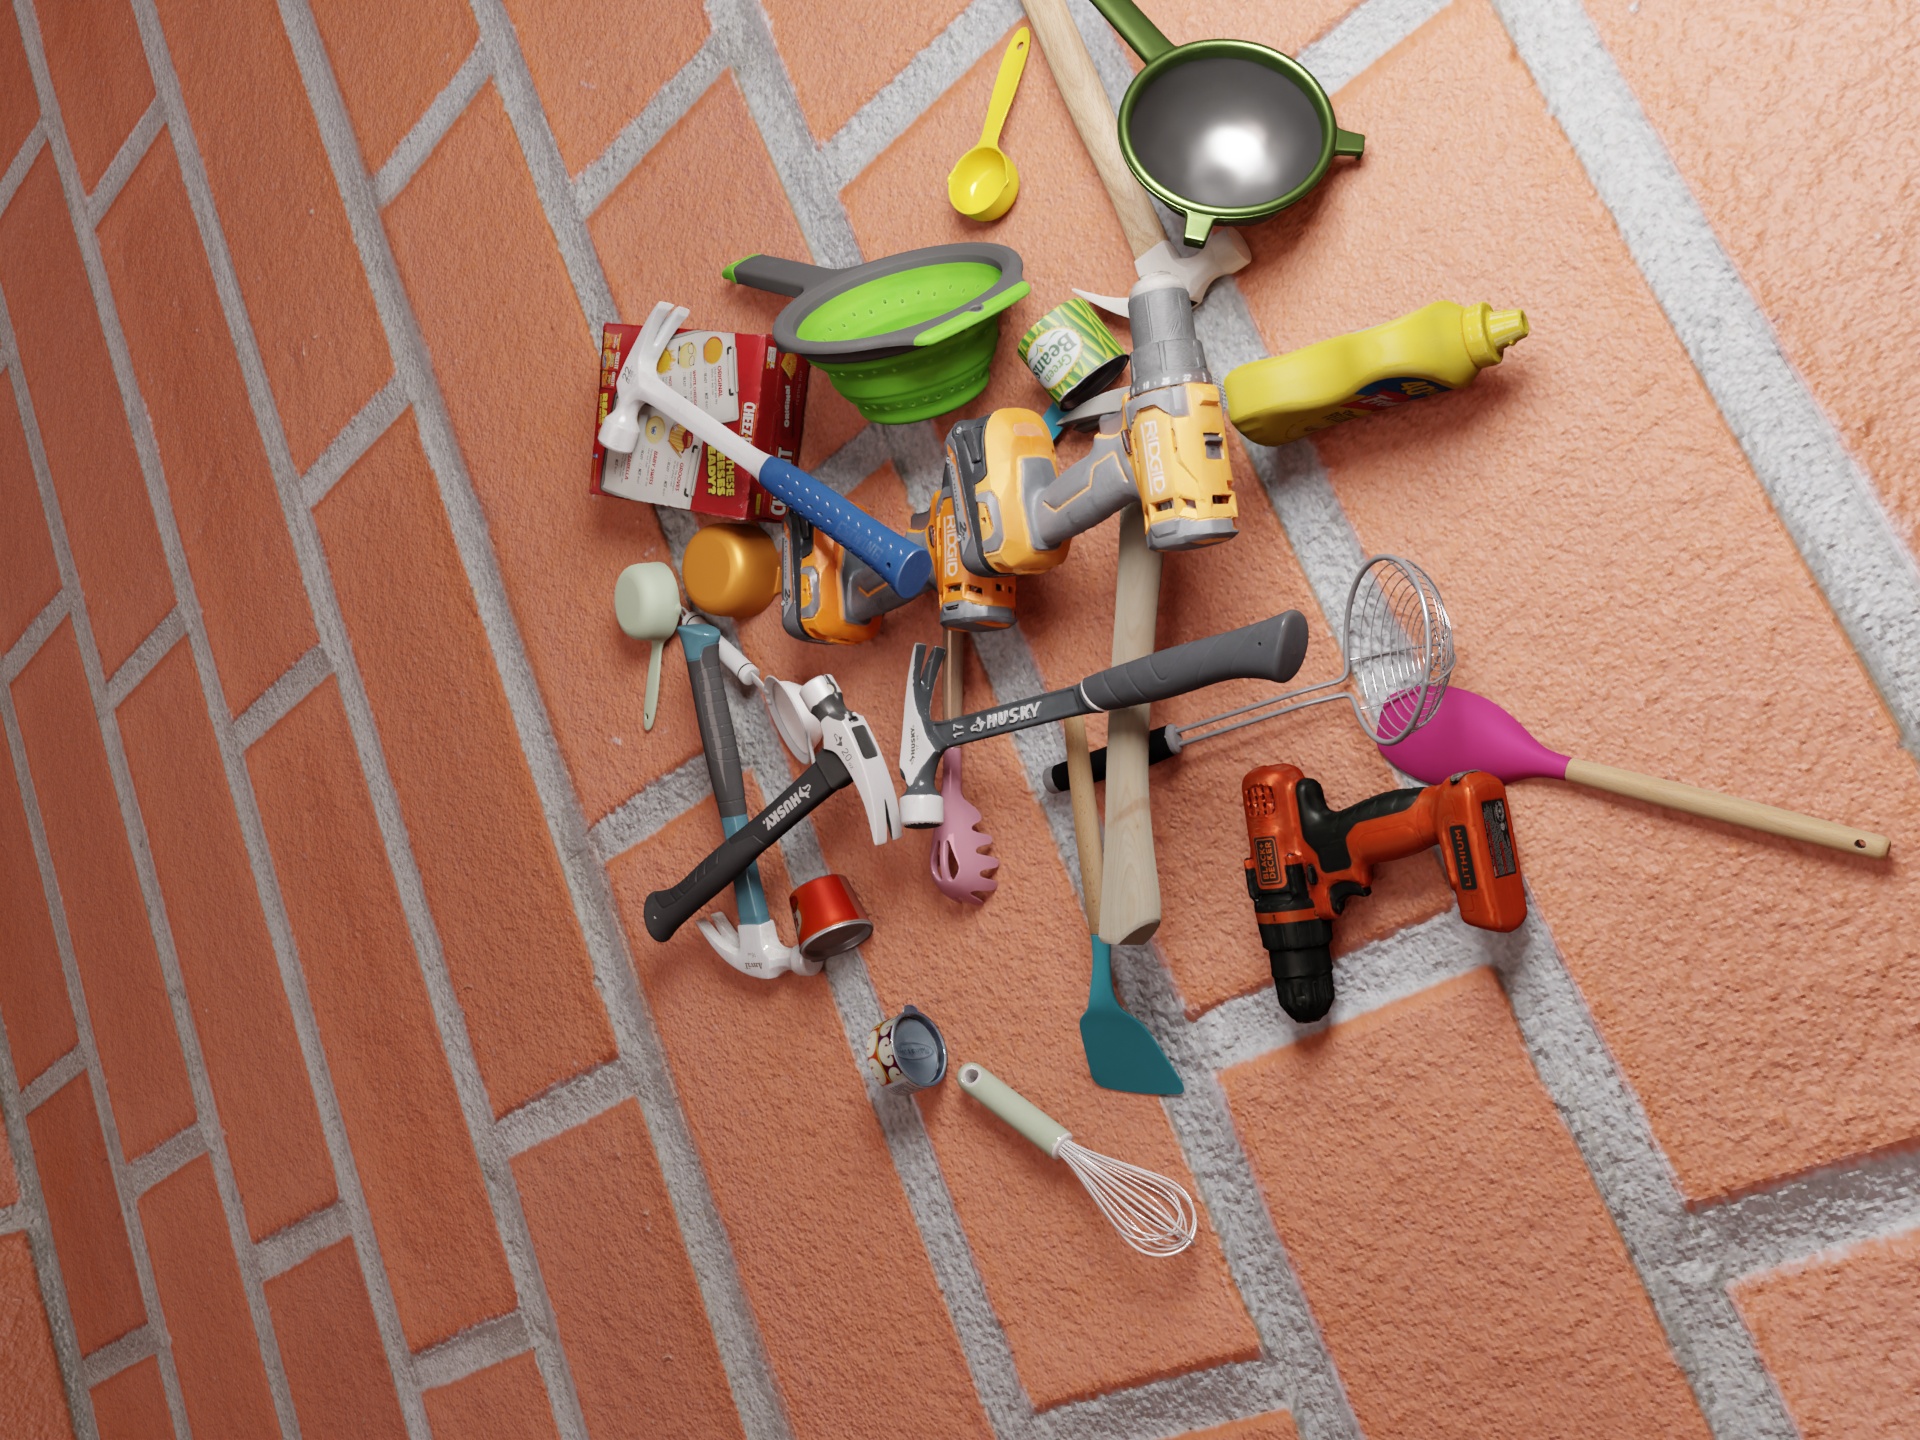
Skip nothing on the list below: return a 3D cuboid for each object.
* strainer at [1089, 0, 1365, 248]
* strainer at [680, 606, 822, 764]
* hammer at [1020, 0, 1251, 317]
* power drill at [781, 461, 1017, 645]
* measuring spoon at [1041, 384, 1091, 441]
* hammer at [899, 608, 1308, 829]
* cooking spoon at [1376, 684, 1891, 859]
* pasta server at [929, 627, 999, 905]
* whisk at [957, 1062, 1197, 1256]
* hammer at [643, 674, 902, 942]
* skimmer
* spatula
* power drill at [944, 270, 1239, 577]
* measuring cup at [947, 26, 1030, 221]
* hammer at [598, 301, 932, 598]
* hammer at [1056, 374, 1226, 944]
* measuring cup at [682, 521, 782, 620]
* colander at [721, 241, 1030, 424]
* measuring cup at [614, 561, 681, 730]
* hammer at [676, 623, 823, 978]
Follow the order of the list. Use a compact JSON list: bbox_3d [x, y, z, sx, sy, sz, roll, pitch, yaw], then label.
[{"bbox_3d":[0.155,-0.440,1.137,0.151,0.069,0.256,-32,72,-10],"label":"strainer"},{"bbox_3d":[-0.187,-0.040,1.452,0.259,0.050,0.086,40,149,35],"label":"strainer"},{"bbox_3d":[0.104,-0.453,1.220,0.130,0.031,0.331,-30,73,34],"label":"hammer"},{"bbox_3d":[-0.047,-0.146,1.300,0.226,0.084,0.164,-6,82,43],"label":"power drill"},{"bbox_3d":[0.069,-0.223,1.269,0.042,0.021,0.128,43,107,22],"label":"measuring spoon"},{"bbox_3d":[0.085,-0.020,1.157,0.409,0.036,0.149,-16,71,49],"label":"hammer"},{"bbox_3d":[0.413,0.037,1.011,0.319,0.017,0.068,17,102,37],"label":"cooking spoon"},{"bbox_3d":[-0.002,-0.004,1.323,0.060,0.040,0.316,-2,87,37],"label":"pasta server"},{"bbox_3d":[0.087,0.341,1.258,0.247,0.059,0.058,30,72,37],"label":"whisk"},{"bbox_3d":[-0.179,0.109,1.396,0.334,0.035,0.146,-40,74,35],"label":"hammer"},{"bbox_3d":[0.187,-0.010,1.135,0.363,0.090,0.127,-21,66,37],"label":"skimmer"},{"bbox_3d":[0.108,0.135,1.217,0.082,0.044,0.317,-6,92,39],"label":"spatula"},{"bbox_3d":[0.090,-0.199,1.123,0.226,0.084,0.185,-8,90,48],"label":"power drill"},{"bbox_3d":[0.035,-0.478,1.282,0.062,0.029,0.156,17,90,36],"label":"measuring cup"},{"bbox_3d":[-0.166,-0.218,1.326,0.406,0.035,0.144,37,112,34],"label":"hammer"},{"bbox_3d":[0.120,-0.043,1.170,0.146,0.038,0.411,-2,82,50],"label":"hammer"},{"bbox_3d":[-0.183,-0.127,1.437,0.174,0.052,0.095,20,103,37],"label":"measuring cup"},{"bbox_3d":[-0.086,-0.325,1.330,0.397,0.204,0.094,29,145,49],"label":"colander"},{"bbox_3d":[-0.309,-0.070,1.538,0.083,0.038,0.167,22,110,48],"label":"measuring cup"},{"bbox_3d":[-0.209,0.073,1.454,0.128,0.033,0.331,-8,94,38],"label":"hammer"}]
